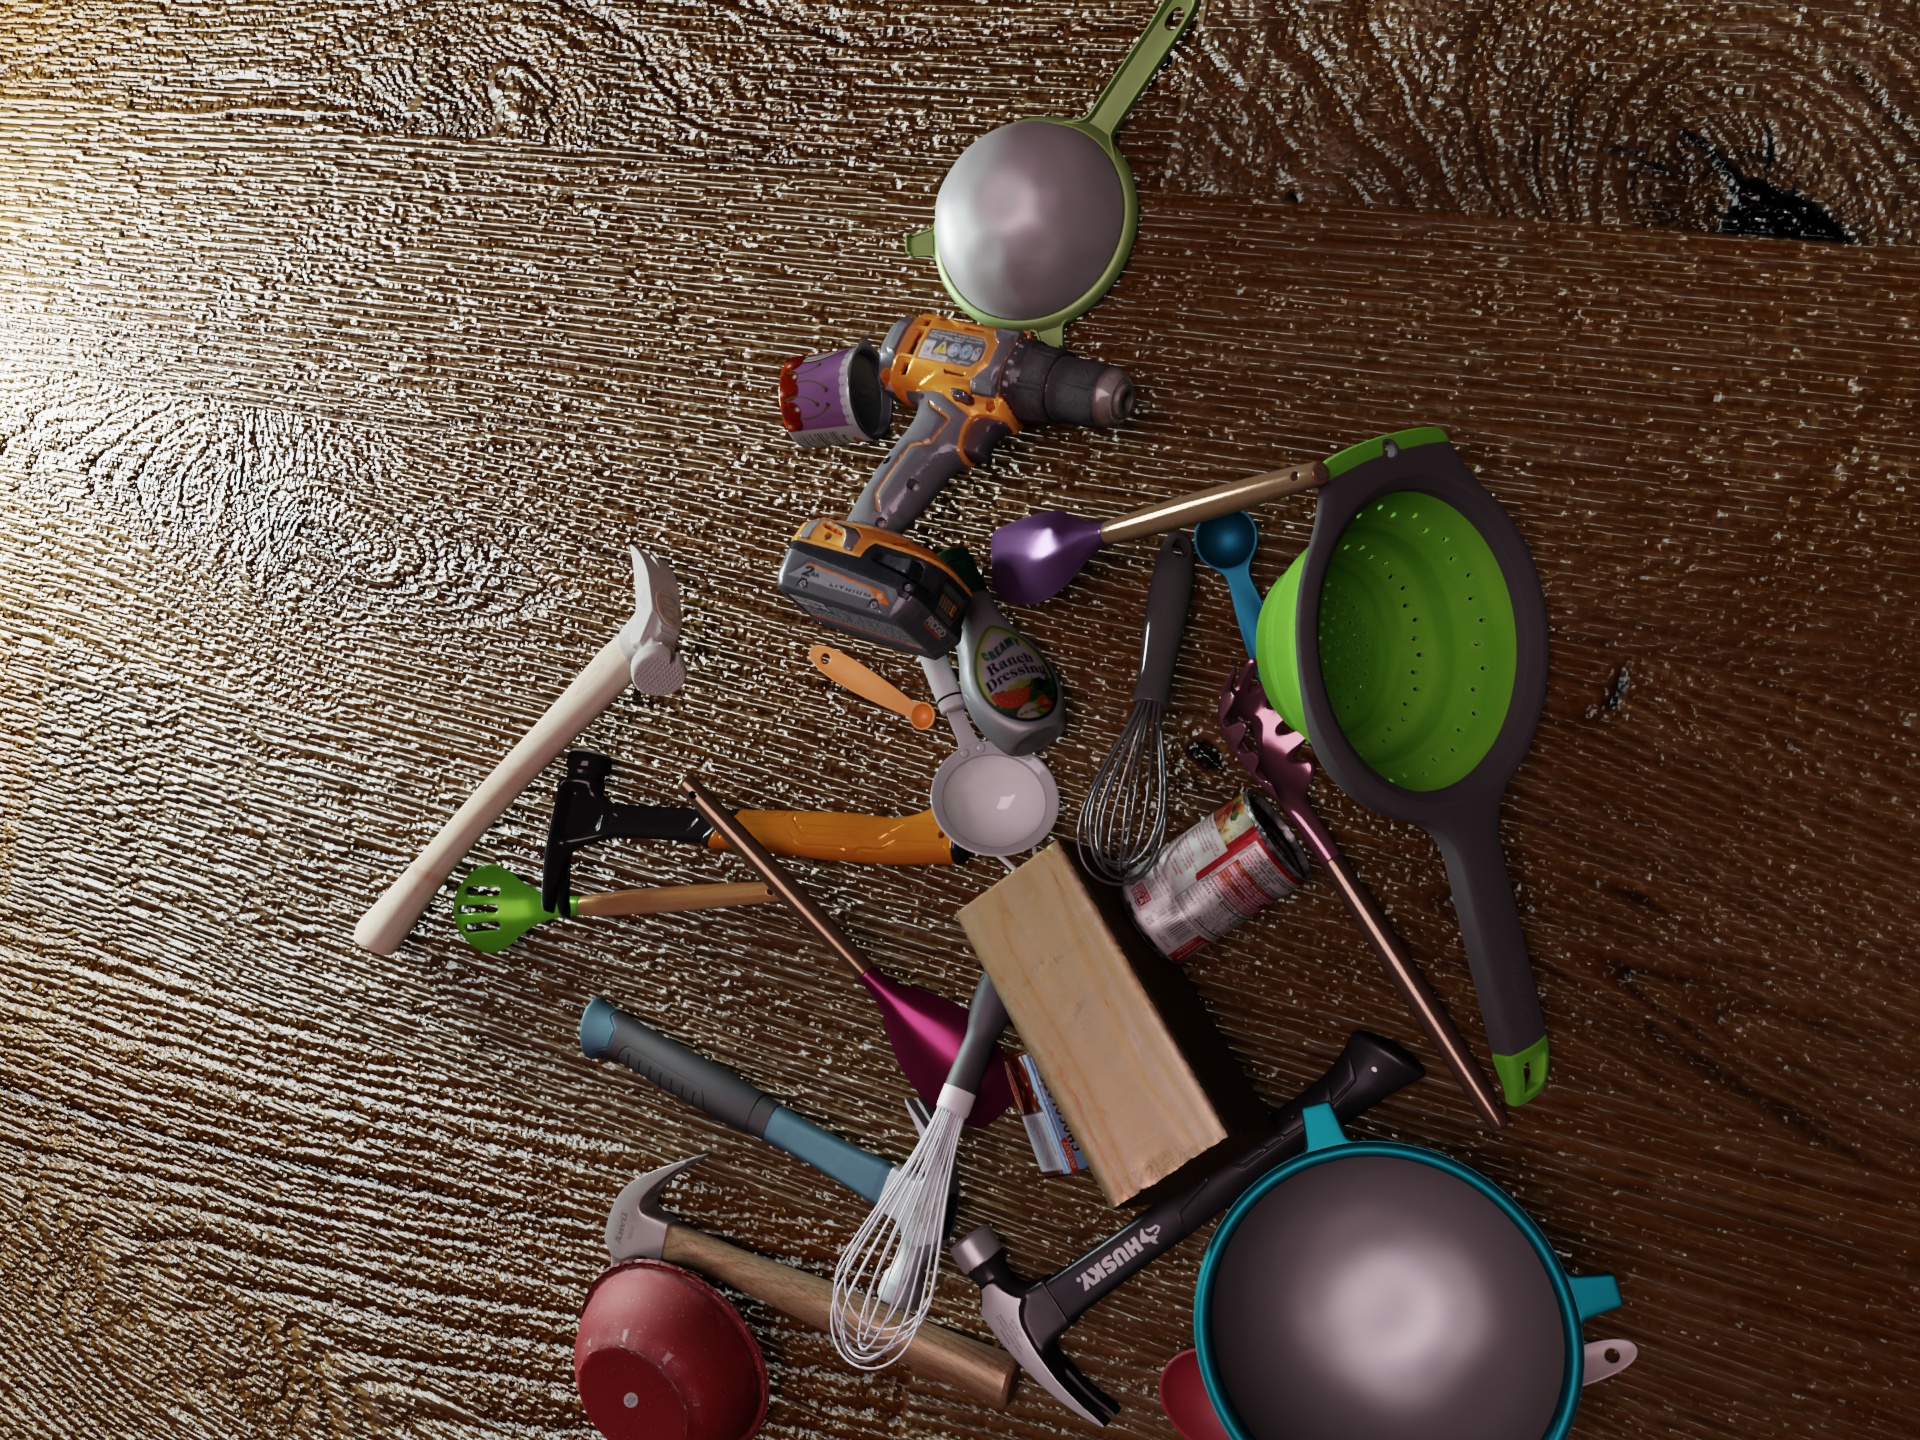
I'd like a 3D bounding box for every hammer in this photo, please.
[{"bbox_3d":[-0.145,0.283,1.137,0.331,0.033,0.128,21,86,26],"label":"hammer"},{"bbox_3d":[0.153,0.309,1.008,0.334,0.035,0.146,-42,72,17],"label":"hammer"},{"bbox_3d":[-0.111,0.404,1.125,0.331,0.031,0.130,13,93,24],"label":"hammer"},{"bbox_3d":[-0.151,0.087,1.146,0.337,0.034,0.127,1,73,22],"label":"hammer"},{"bbox_3d":[-0.348,0.040,1.229,0.410,0.038,0.146,-43,39,23],"label":"hammer"}]

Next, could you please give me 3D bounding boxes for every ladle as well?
[{"bbox_3d":[0.256,0.492,0.959,0.315,0.031,0.069,36,104,20],"label":"ladle"}]

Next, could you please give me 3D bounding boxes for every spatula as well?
[{"bbox_3d":[0.107,-0.117,0.971,0.316,0.018,0.060,-9,82,57],"label":"spatula"}]

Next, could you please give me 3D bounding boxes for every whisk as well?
[{"bbox_3d":[0.118,-0.012,1.009,0.055,0.055,0.239,5,72,24],"label":"whisk"},{"bbox_3d":[-0.016,0.279,1.040,0.070,0.070,0.285,15,72,24],"label":"whisk"}]

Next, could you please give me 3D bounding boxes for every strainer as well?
[{"bbox_3d":[0.069,-0.383,1.057,0.152,0.069,0.256,42,106,20],"label":"strainer"},{"bbox_3d":[-0.002,-0.003,1.090,0.087,0.050,0.259,-17,71,-14],"label":"strainer"},{"bbox_3d":[0.216,0.404,0.929,0.211,0.095,0.340,30,92,17],"label":"strainer"}]

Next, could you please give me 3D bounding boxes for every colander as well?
[{"bbox_3d":[0.263,0.034,0.938,0.094,0.204,0.397,-4,104,57],"label":"colander"}]

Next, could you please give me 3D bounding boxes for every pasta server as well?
[{"bbox_3d":[0.246,0.105,0.972,0.316,0.060,0.040,59,140,12],"label":"pasta server"}]

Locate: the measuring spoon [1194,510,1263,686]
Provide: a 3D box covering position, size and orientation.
[{"bbox_3d":[0.187,-0.076,1.024,0.042,0.021,0.128,-19,89,26],"label":"measuring spoon"}]

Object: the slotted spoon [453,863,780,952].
[{"bbox_3d":[-0.266,0.137,1.210,0.314,0.031,0.070,-6,83,22],"label":"slotted spoon"}]

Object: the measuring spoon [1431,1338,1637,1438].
[{"bbox_3d":[0.338,0.390,0.934,0.124,0.018,0.034,-26,55,15],"label":"measuring spoon"}]

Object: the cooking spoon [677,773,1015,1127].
[{"bbox_3d":[-0.083,0.155,1.096,0.319,0.017,0.068,46,102,5],"label":"cooking spoon"}]

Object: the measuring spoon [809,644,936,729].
[{"bbox_3d":[-0.063,-0.025,1.136,0.117,0.011,0.021,30,100,26],"label":"measuring spoon"}]

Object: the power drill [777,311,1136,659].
[{"bbox_3d":[-0.001,-0.157,1.046,0.185,0.084,0.226,18,77,31],"label":"power drill"}]
